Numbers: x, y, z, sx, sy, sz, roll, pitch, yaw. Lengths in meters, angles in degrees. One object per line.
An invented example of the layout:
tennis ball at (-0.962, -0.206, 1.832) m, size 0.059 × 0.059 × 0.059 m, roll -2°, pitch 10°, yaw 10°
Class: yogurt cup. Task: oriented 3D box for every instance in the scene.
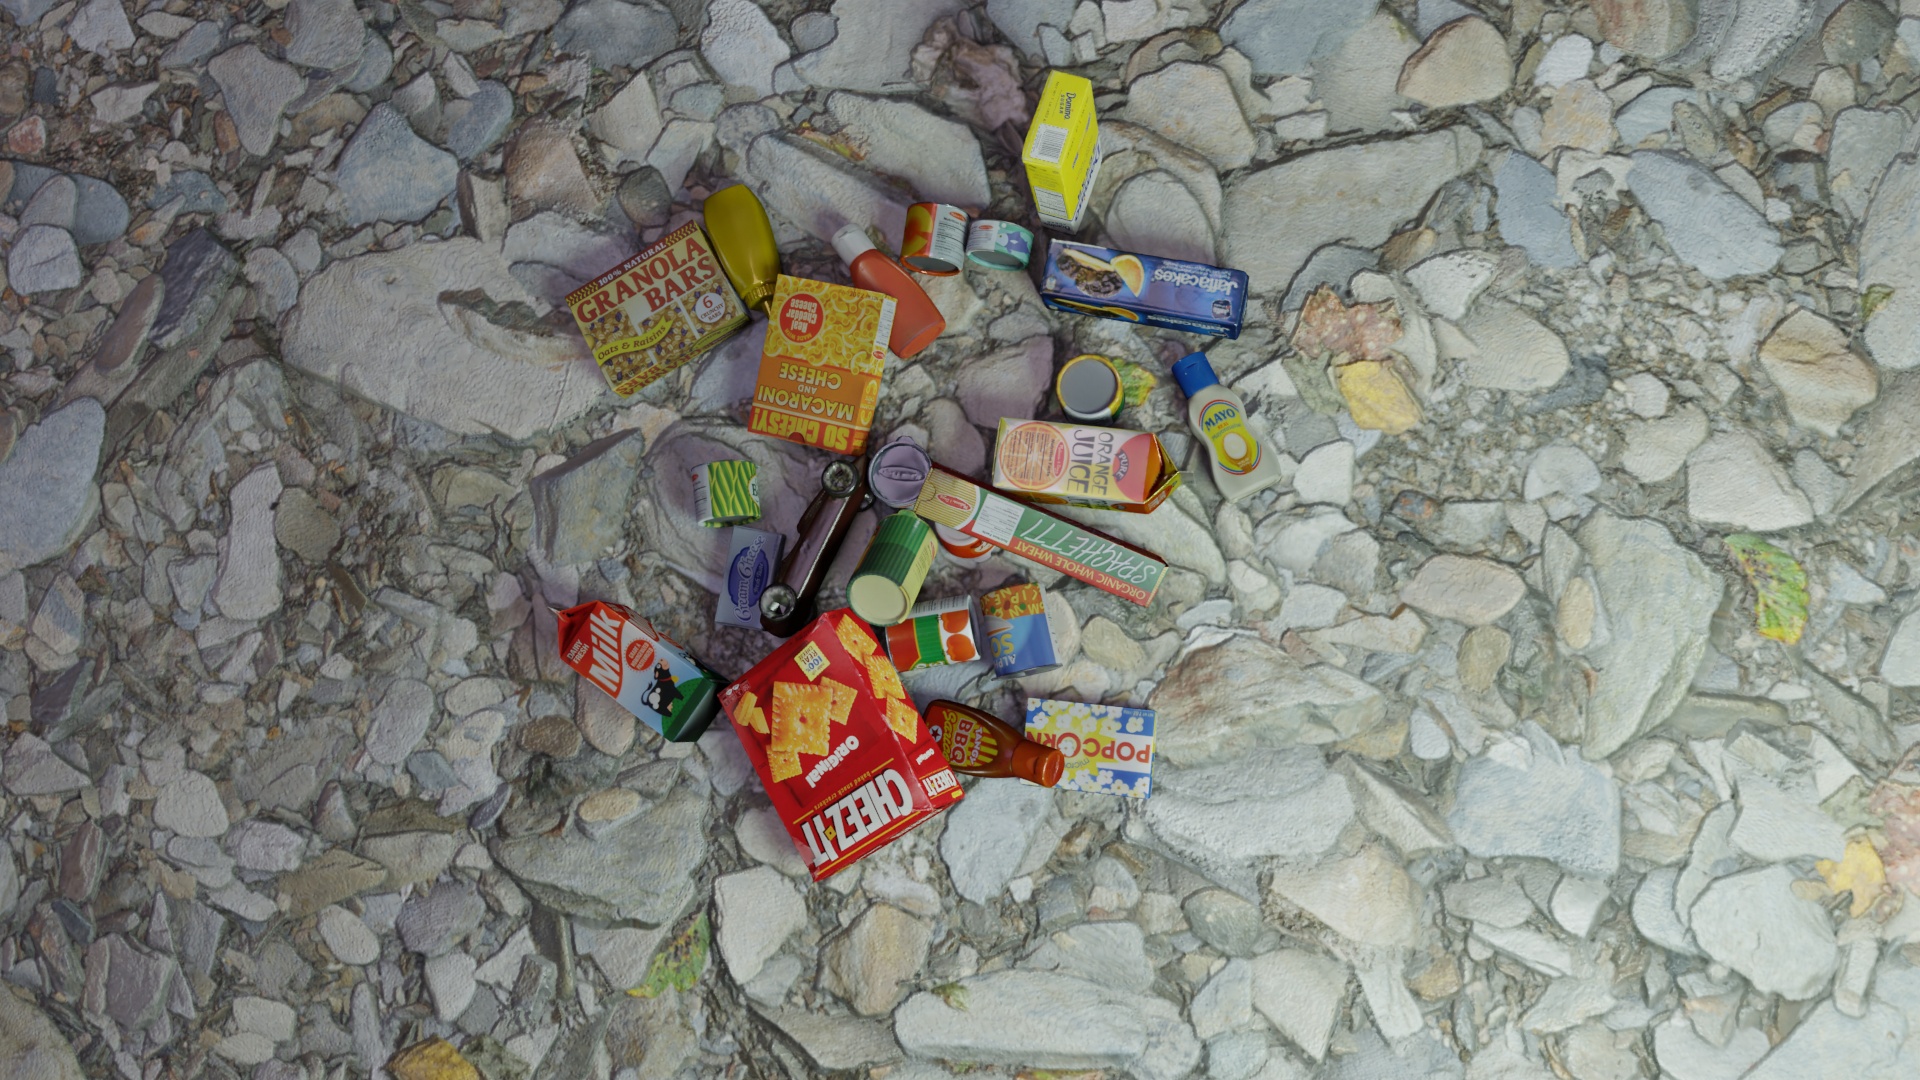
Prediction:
yogurt cup at (0.005, -0.017, 1.384) m, size 0.072 × 0.054 × 0.072 m, roll -2°, pitch 81°, yaw 10°

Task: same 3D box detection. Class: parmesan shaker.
parmesan shaker at (-0.067, 0.026, 1.354) m, size 0.071 × 0.103 × 0.071 m, roll 8°, pitch 124°, yaw 11°

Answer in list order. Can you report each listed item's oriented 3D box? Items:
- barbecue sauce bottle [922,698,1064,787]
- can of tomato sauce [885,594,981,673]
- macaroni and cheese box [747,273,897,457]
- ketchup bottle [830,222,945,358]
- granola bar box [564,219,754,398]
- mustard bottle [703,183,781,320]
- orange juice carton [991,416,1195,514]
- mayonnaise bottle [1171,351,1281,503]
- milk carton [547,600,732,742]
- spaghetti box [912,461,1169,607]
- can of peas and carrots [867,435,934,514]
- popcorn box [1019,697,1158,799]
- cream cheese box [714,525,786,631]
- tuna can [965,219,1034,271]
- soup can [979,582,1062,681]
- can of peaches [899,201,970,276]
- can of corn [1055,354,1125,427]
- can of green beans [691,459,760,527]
barbecue sauce bottle at (0.029, 0.198, 1.324) m, size 0.148 × 0.043 × 0.065 m, roll 12°, pitch 88°, yaw 36°
can of tomato sauce at (-0.026, 0.093, 1.367) m, size 0.083 × 0.071 × 0.071 m, roll -10°, pitch 80°, yaw 8°
macaroni and cheese box at (-0.143, -0.179, 1.419) m, size 0.124 × 0.040 × 0.166 m, roll 14°, pitch 94°, yaw 20°
ketchup bottle at (-0.080, -0.263, 1.442) m, size 0.064 × 0.043 × 0.149 m, roll -37°, pitch 77°, yaw 6°
granola bar box at (-0.323, -0.247, 1.483) m, size 0.165 × 0.039 × 0.124 m, roll -30°, pitch 77°, yaw 4°
mustard bottle at (-0.222, -0.295, 1.468) m, size 0.065 × 0.049 × 0.160 m, roll -21°, pitch 79°, yaw 6°
orange juice carton at (0.133, -0.071, 1.361) m, size 0.193 × 0.071 × 0.073 m, roll 7°, pitch 83°, yaw 11°
mayonnaise bottle at (0.255, -0.114, 1.362) m, size 0.065 × 0.041 × 0.148 m, roll -27°, pitch 79°, yaw 7°
milk carton at (-0.333, 0.122, 1.412) m, size 0.191 × 0.072 × 0.073 m, roll 34°, pitch 89°, yaw 13°
spaghetti box at (0.078, -0.005, 1.338) m, size 0.250 × 0.029 × 0.050 m, roll 22°, pitch 105°, yaw -7°
can of peas and carrots at (-0.055, -0.065, 1.399) m, size 0.071 × 0.058 × 0.071 m, roll -2°, pitch 80°, yaw 9°
popcorn box at (0.124, 0.200, 1.338) m, size 0.127 × 0.038 × 0.085 m, roll 5°, pitch 83°, yaw 11°
cream cheese box at (-0.215, 0.039, 1.429) m, size 0.053 × 0.024 × 0.104 m, roll 9°, pitch 83°, yaw 11°
tuna can at (0.042, -0.300, 1.417) m, size 0.071 × 0.071 × 0.033 m, roll 11°, pitch 85°, yaw 11°
soup can at (0.056, 0.089, 1.352) m, size 0.071 × 0.071 × 0.084 m, roll -14°, pitch 79°, yaw 8°
can of peaches at (-0.027, -0.309, 1.430) m, size 0.071 × 0.071 × 0.058 m, roll 7°, pitch 84°, yaw 11°
can of corn at (0.129, -0.149, 1.381) m, size 0.071 × 0.058 × 0.071 m, roll -1°, pitch 82°, yaw 9°
can of green beans at (-0.240, -0.048, 1.425) m, size 0.071 × 0.071 × 0.058 m, roll -9°, pitch 81°, yaw 8°
